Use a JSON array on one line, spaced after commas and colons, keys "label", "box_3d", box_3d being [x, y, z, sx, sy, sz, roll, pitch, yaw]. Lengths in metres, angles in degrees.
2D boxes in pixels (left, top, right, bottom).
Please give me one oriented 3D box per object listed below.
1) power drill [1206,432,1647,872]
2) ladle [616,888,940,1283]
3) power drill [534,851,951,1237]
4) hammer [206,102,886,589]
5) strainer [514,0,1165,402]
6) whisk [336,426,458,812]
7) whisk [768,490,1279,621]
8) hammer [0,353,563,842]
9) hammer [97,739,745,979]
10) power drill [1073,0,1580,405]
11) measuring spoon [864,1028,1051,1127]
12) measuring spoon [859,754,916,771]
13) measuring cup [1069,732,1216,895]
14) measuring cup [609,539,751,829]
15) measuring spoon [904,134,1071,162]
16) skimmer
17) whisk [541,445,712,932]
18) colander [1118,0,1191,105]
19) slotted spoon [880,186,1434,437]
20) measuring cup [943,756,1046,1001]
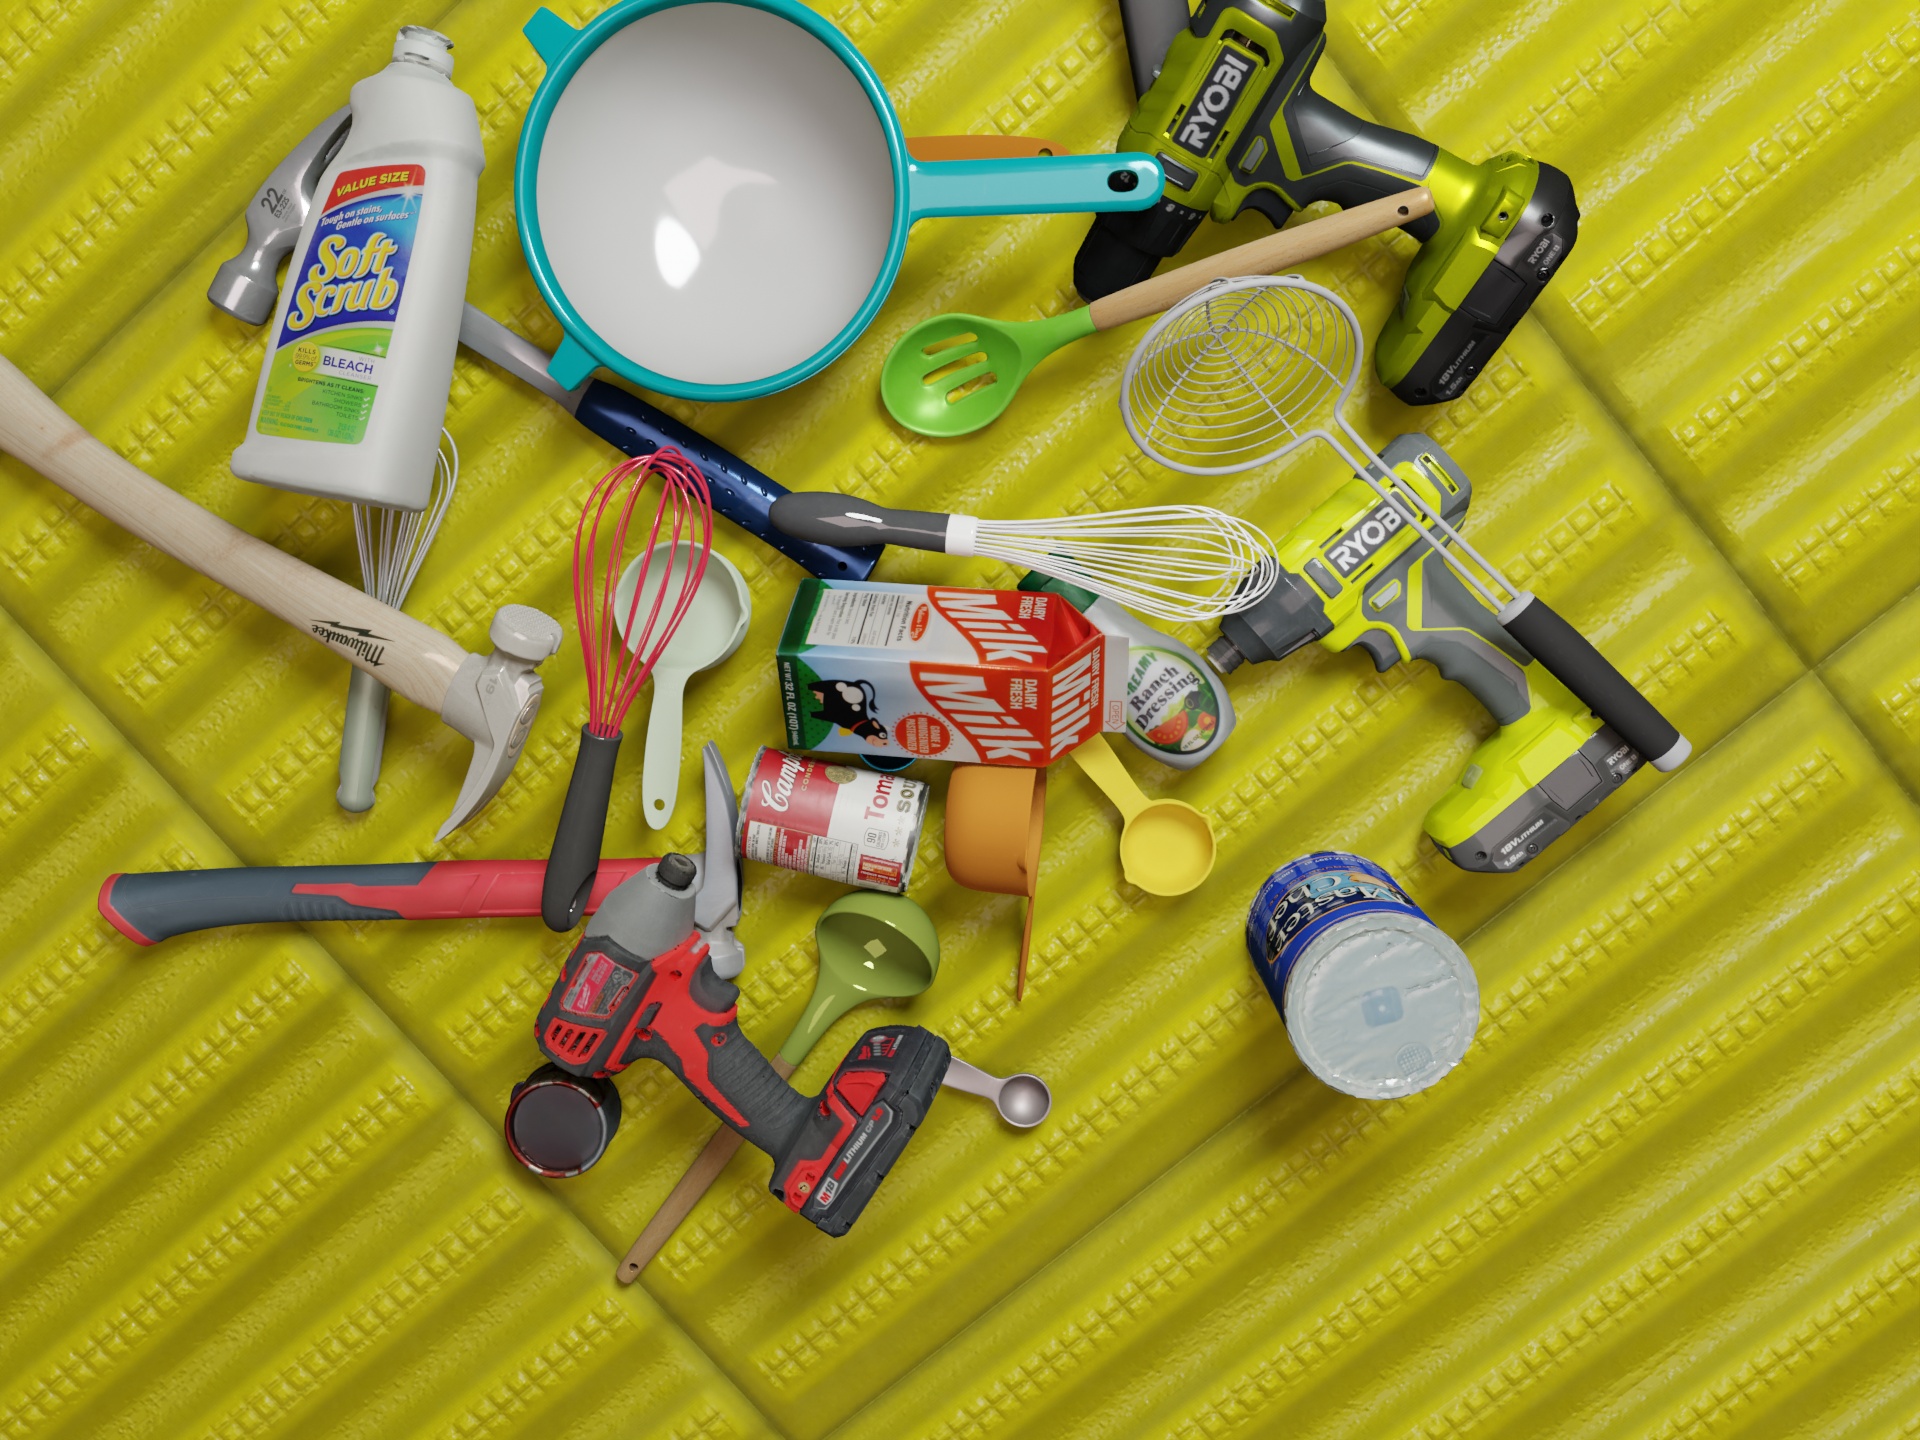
[{"label": "power drill", "box_3d": [0.265, -0.028, 0.912, 0.171, 0.080, 0.223, -42, 92, 7]}, {"label": "ladle", "box_3d": [-0.122, 0.232, 0.973, 0.078, 0.062, 0.320, 35, 101, -6]}, {"label": "power drill", "box_3d": [-0.123, 0.178, 0.906, 0.219, 0.078, 0.143, 32, 107, 3]}, {"label": "hammer", "box_3d": [-0.222, -0.196, 0.914, 0.405, 0.035, 0.144, 32, 99, -4]}, {"label": "strainer", "box_3d": [-0.062, -0.281, 0.861, 0.340, 0.095, 0.211, -1, 101, 5]}, {"label": "whisk", "box_3d": [-0.340, -0.061, 0.936, 0.059, 0.058, 0.246, 8, 105, -20]}, {"label": "whisk", "box_3d": [0.033, -0.098, 0.881, 0.284, 0.070, 0.070, 7, 100, 6]}, {"label": "hammer", "box_3d": [-0.424, -0.088, 0.909, 0.410, 0.038, 0.146, 30, 112, 6]}, {"label": "hammer", "box_3d": [-0.326, 0.088, 0.962, 0.386, 0.038, 0.143, -1, 98, 2]}, {"label": "power drill", "box_3d": [0.188, -0.267, 0.852, 0.228, 0.080, 0.190, 27, 123, -7]}, {"label": "measuring spoon", "box_3d": [-0.002, 0.217, 0.990, 0.124, 0.018, 0.034, 21, 99, 5]}, {"label": "measuring spoon", "box_3d": [-0.002, -0.003, 0.953, 0.128, 0.021, 0.042, -15, 103, -5]}, {"label": "measuring cup", "box_3d": [0.093, 0.036, 0.952, 0.062, 0.029, 0.156, -38, 89, 7]}, {"label": "measuring cup", "box_3d": [-0.165, -0.021, 0.931, 0.083, 0.038, 0.167, 7, 93, 7]}, {"label": "measuring spoon", "box_3d": [0.004, -0.322, 0.899, 0.117, 0.011, 0.021, 4, 99, 1]}, {"label": "skimmer", "box_3d": [0.241, -0.088, 0.827, 0.363, 0.090, 0.127, 43, 125, -2]}, {"label": "whisk", "box_3d": [-0.196, -0.012, 0.887, 0.073, 0.073, 0.295, 16, 109, -1]}, {"label": "colander", "box_3d": [0.080, -0.477, 0.844, 0.204, 0.095, 0.396, -14, 117, 3]}, {"label": "slotted spoon", "box_3d": [0.096, -0.223, 0.853, 0.314, 0.031, 0.070, -14, 119, 27]}, {"label": "measuring cup", "box_3d": [0.018, 0.094, 0.942, 0.052, 0.095, 0.173, 6, 118, 7]}]
